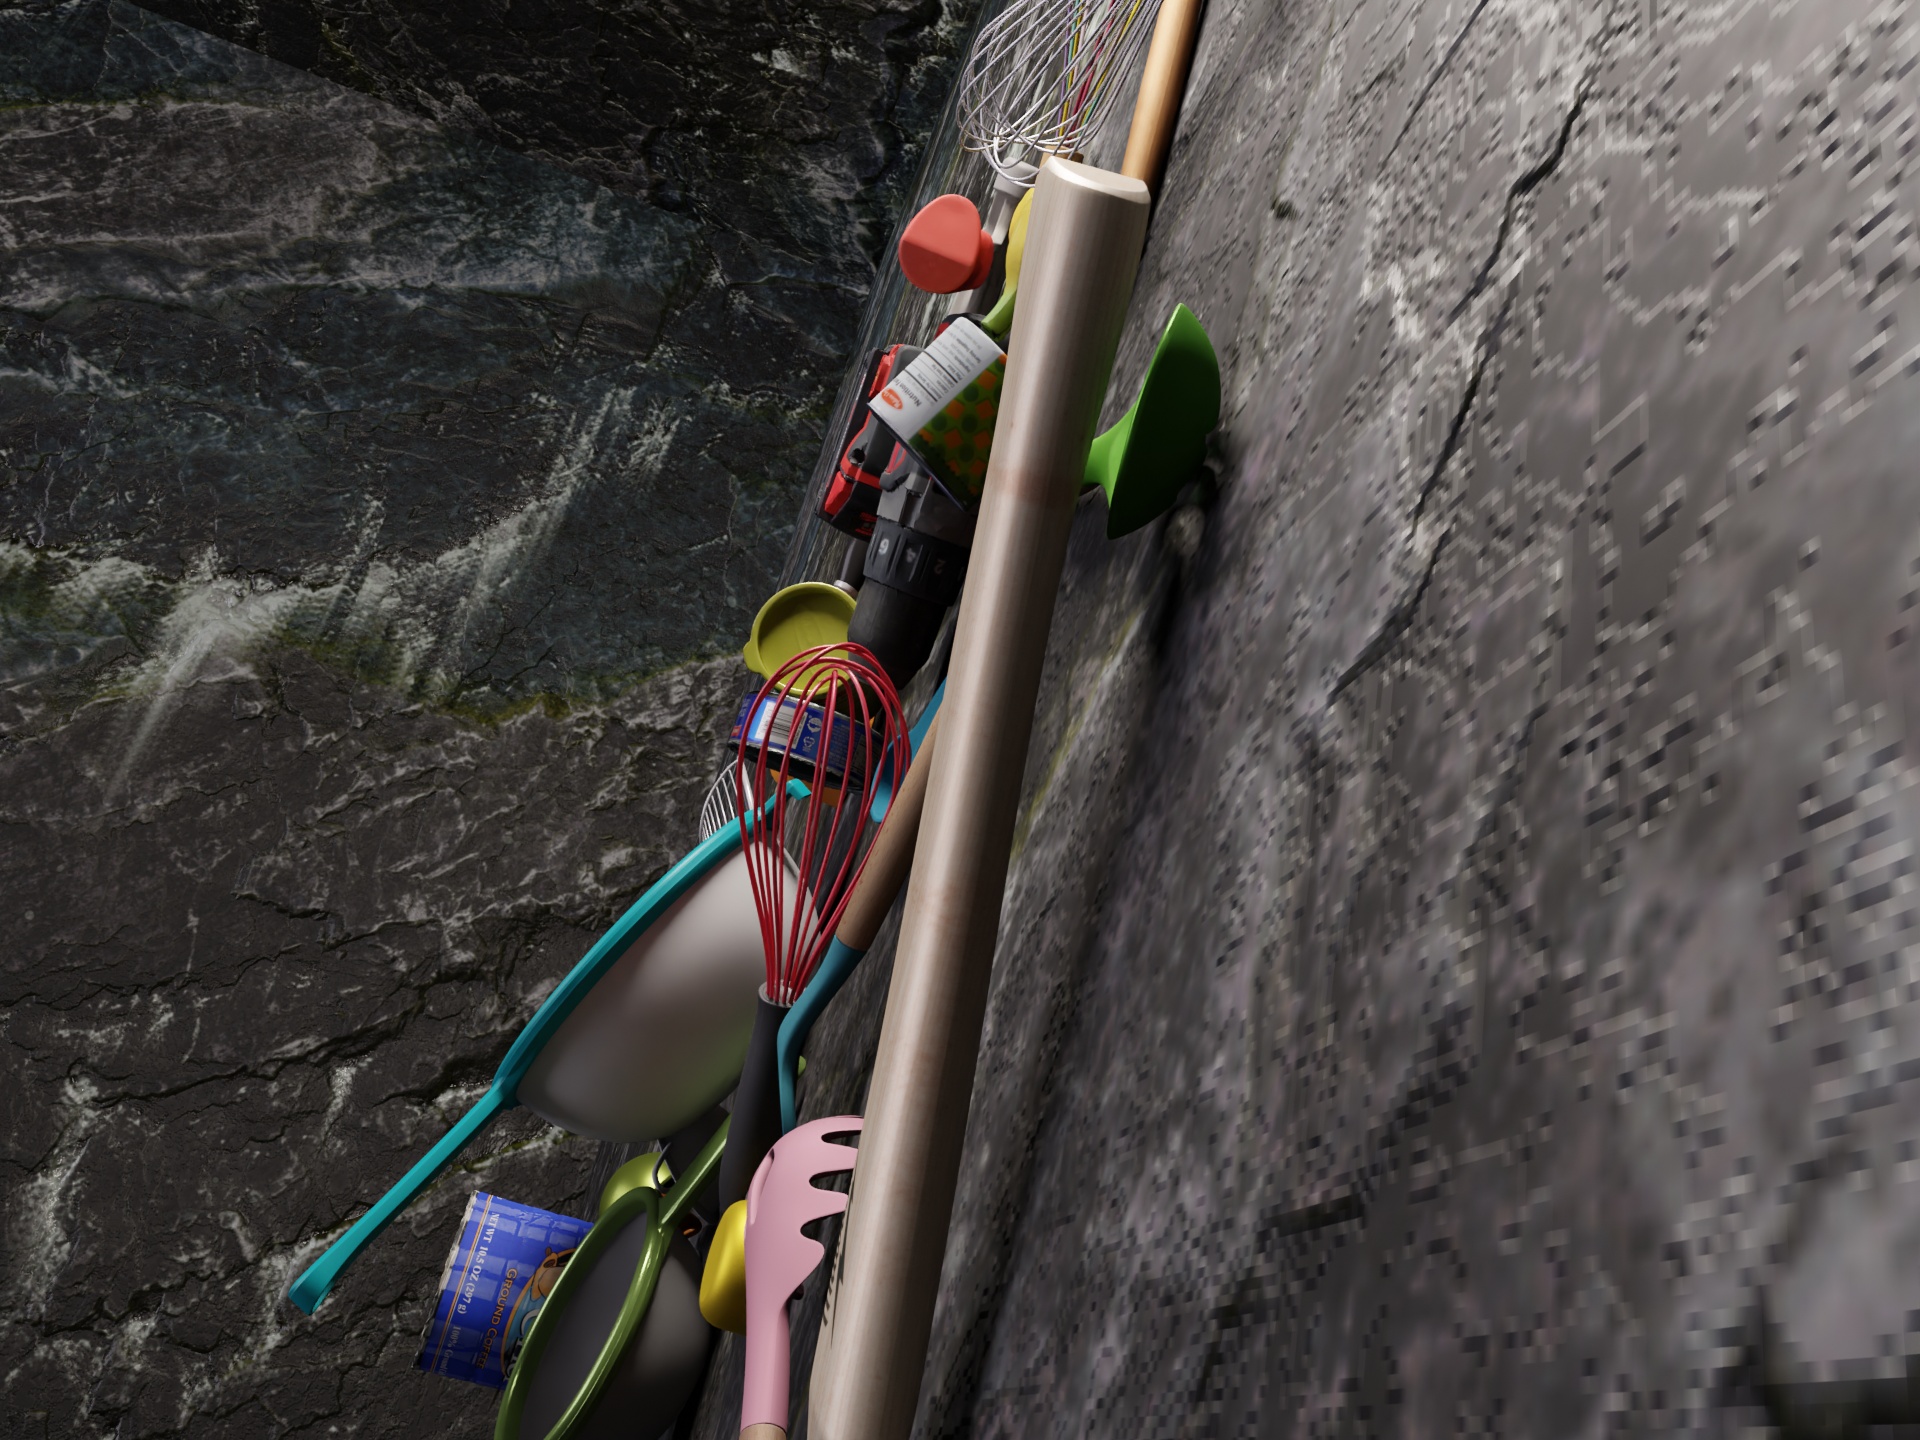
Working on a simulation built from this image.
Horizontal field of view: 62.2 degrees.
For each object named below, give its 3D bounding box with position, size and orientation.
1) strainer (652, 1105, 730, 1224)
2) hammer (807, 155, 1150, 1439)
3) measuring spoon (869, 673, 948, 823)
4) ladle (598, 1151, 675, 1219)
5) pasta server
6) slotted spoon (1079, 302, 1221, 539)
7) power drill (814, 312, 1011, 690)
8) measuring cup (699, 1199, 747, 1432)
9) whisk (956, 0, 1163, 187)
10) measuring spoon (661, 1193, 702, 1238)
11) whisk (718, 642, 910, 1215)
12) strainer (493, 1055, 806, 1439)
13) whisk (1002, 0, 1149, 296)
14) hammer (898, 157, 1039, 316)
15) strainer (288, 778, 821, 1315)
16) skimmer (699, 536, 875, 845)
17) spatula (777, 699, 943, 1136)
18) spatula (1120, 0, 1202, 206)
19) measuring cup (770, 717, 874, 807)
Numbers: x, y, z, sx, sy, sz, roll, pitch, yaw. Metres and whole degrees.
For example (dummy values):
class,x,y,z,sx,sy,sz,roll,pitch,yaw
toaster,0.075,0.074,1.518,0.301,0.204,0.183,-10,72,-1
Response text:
class,x,y,z,sx,sy,sz,roll,pitch,yaw
strainer,-0.160,0.255,0.988,0.087,0.050,0.258,64,170,3
hammer,-0.003,0.042,0.438,0.146,0.038,0.411,144,138,-75
measuring spoon,-0.001,-0.002,0.692,0.128,0.021,0.042,-55,27,29
ladle,-0.211,0.413,1.004,0.320,0.062,0.078,-95,25,-50
pasta server,-0.055,0.248,0.491,0.317,0.040,0.060,-93,24,-55
slotted spoon,0.042,-0.093,0.581,0.314,0.031,0.070,-155,83,-82
power drill,-0.025,-0.121,0.861,0.227,0.080,0.188,-131,60,-75
measuring cup,-0.094,0.255,0.658,0.157,0.029,0.062,-100,31,-73
whisk,0.078,-0.303,0.612,0.284,0.070,0.070,-32,39,56
measuring spoon,-0.169,0.295,0.948,0.011,0.021,0.116,61,166,23
whisk,-0.074,0.104,0.705,0.073,0.073,0.295,-98,18,-69
strainer,-0.139,0.280,0.808,0.256,0.069,0.152,-53,17,6
whisk,0.067,-0.331,0.865,0.047,0.051,0.245,-32,-40,-72
hammer,0.001,-0.256,0.914,0.359,0.036,0.149,-71,4,-73
strainer,-0.178,0.189,0.817,0.340,0.095,0.211,-46,-6,-38
skimmer,-0.085,-0.026,1.134,0.363,0.090,0.127,-62,6,-8
spatula,-0.024,0.071,0.651,0.082,0.044,0.317,-112,47,-76
spatula,0.095,-0.341,0.710,0.081,0.041,0.323,136,150,-67
measuring cup,-0.076,-0.030,1.018,0.095,0.052,0.173,-101,29,-70
